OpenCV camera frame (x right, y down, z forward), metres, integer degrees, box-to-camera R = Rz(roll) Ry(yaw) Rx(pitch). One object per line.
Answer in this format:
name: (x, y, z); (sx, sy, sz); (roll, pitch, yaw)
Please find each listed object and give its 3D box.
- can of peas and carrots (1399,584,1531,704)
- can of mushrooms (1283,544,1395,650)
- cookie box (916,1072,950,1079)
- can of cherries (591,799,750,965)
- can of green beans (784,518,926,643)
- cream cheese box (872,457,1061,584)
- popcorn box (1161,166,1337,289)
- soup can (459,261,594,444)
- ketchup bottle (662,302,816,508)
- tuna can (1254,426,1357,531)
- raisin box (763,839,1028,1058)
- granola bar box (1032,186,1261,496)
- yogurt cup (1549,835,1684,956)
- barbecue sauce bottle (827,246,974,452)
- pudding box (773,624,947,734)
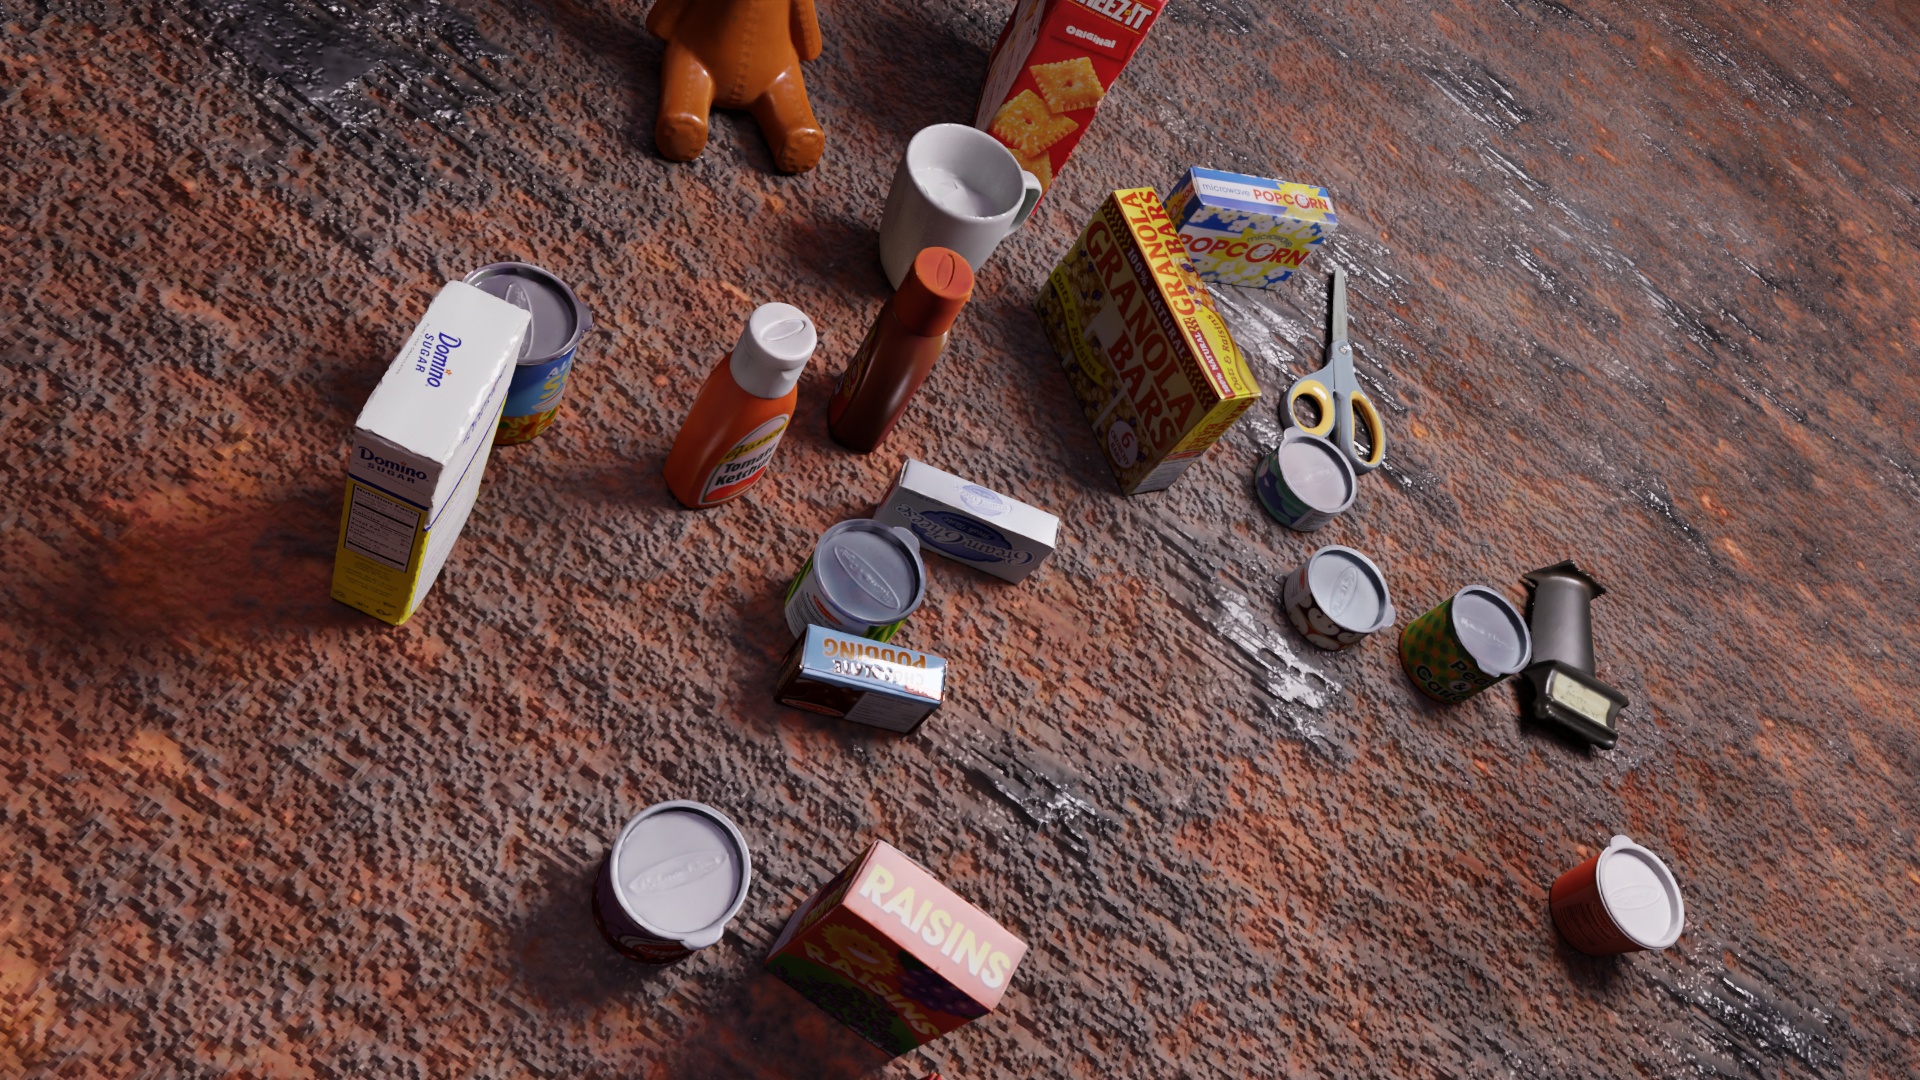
can of peas and carrots: (0.347, 0.074, 0.956); (0.071, 0.058, 0.071); (12, 58, -19)
can of mushrooms: (0.259, 0.041, 0.950); (0.071, 0.033, 0.071); (12, 58, -19)
cookie box: (-0.056, 0.293, 0.567); (0.040, 0.166, 0.123); (37, 53, -2)
can of cherries: (-0.140, 0.168, 0.668); (0.071, 0.058, 0.072); (12, 58, -19)
can of green beans: (-0.060, 0.030, 0.788); (0.071, 0.057, 0.071); (12, 58, -19)
cream cheese box: (0.003, -0.011, 0.845); (0.104, 0.053, 0.024); (21, 55, -13)
popcorn box: (0.209, -0.236, 1.057); (0.127, 0.084, 0.038); (2, 62, -25)
soup can: (-0.244, -0.101, 0.761); (0.071, 0.083, 0.071); (12, 58, -19)
ketchup bottle: (-0.119, -0.074, 0.764); (0.065, 0.148, 0.043); (-30, 78, -35)
tuna can: (0.245, -0.044, 0.993); (0.071, 0.032, 0.071); (12, 58, -19)
raisin box: (-0.034, 0.197, 0.661); (0.086, 0.122, 0.040); (37, 53, -2)
granola bar box: (0.119, -0.131, 0.927); (0.039, 0.123, 0.166); (-11, 68, -30)
yogurt cup: (0.422, 0.236, 0.901); (0.072, 0.053, 0.073); (12, 58, -19)
barbecue sauce bottle: (-0.036, -0.115, 0.828); (0.044, 0.147, 0.065); (22, 55, -13)
pudding box: (-0.055, 0.078, 0.768); (0.084, 0.049, 0.030); (15, 57, -17)
